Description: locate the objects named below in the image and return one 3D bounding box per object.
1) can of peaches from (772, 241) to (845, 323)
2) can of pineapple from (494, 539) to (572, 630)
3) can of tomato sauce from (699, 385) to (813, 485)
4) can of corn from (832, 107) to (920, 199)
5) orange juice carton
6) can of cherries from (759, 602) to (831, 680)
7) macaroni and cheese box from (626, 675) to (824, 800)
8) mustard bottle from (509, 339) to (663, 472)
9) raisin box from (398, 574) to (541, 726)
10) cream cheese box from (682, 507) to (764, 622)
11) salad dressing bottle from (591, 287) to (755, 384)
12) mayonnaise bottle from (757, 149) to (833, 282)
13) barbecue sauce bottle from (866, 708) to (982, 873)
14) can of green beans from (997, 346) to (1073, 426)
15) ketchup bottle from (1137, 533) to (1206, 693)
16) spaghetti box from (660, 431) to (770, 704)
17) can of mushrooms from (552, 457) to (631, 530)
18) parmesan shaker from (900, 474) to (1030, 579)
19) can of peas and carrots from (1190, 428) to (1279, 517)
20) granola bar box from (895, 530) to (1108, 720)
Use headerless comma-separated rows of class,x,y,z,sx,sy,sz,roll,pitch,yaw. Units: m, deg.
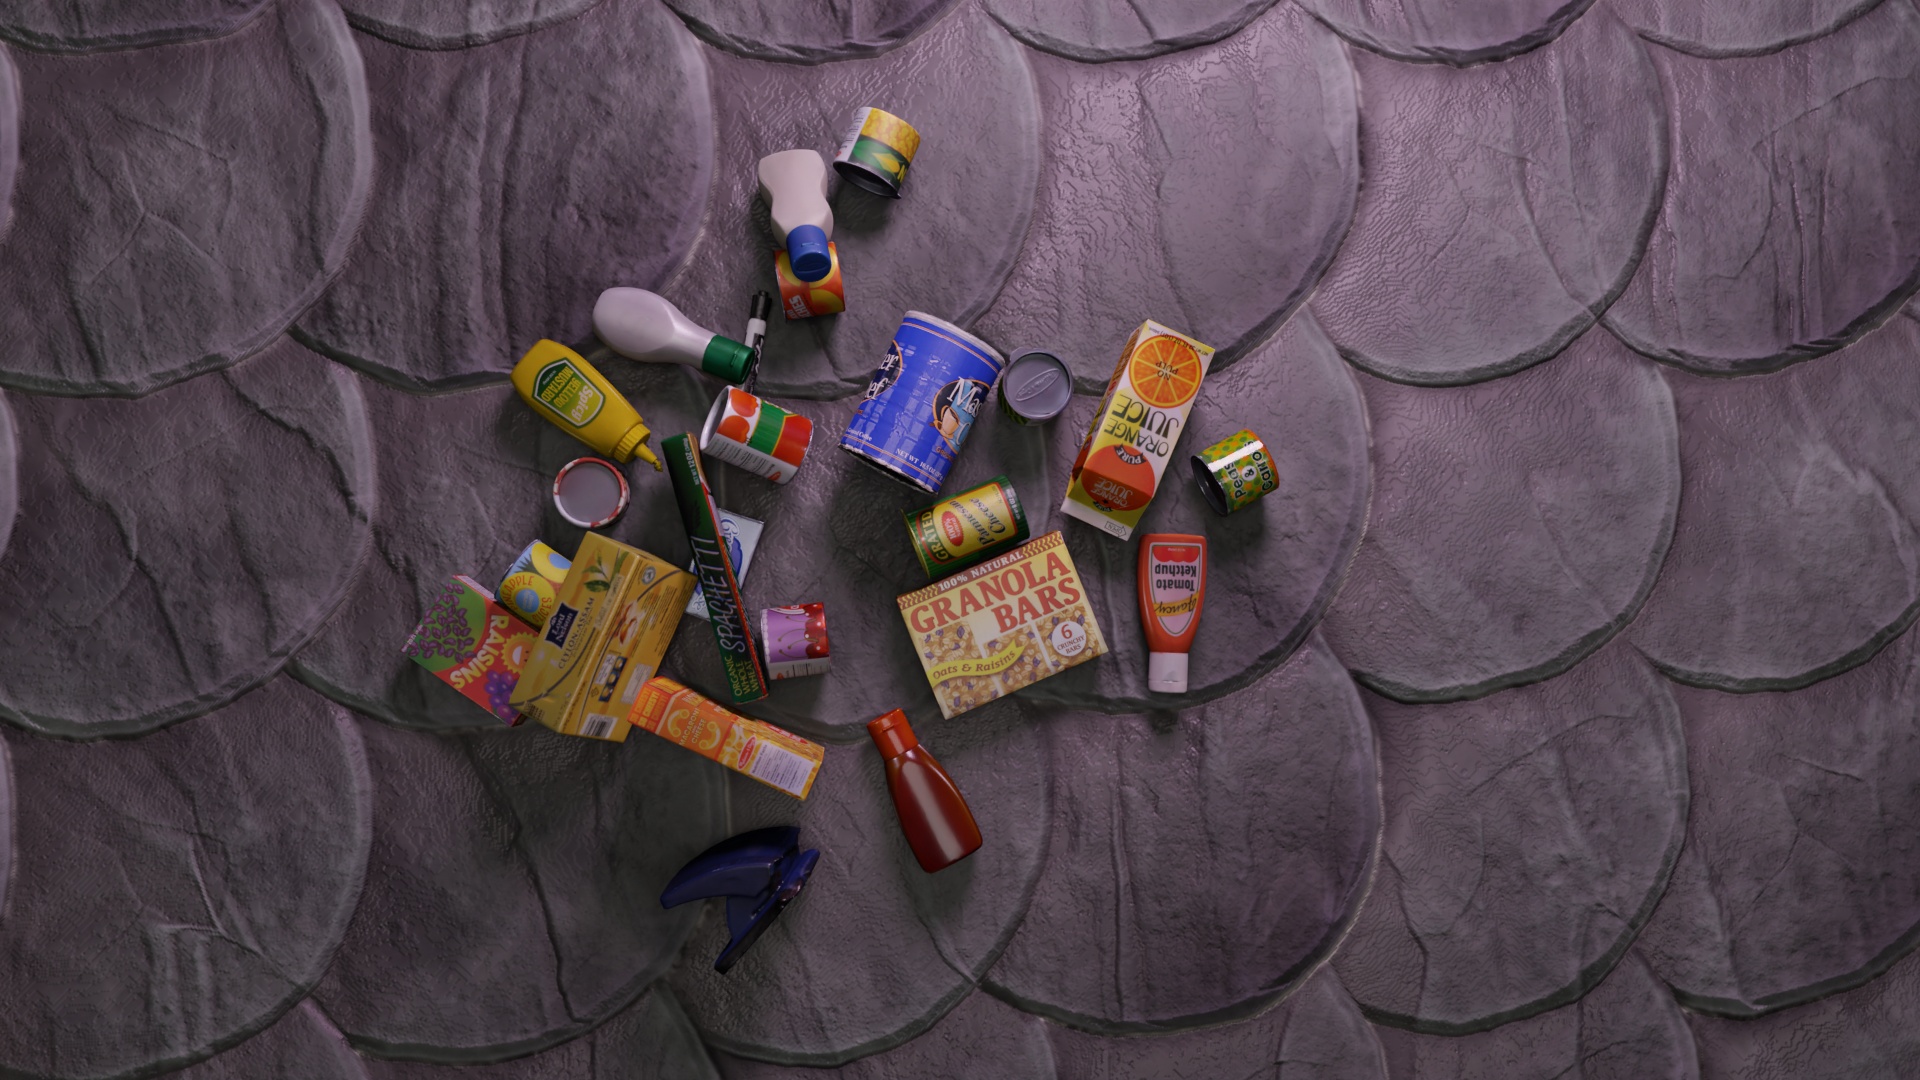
can of peaches,-0.139,-0.238,1.287,0.058,0.071,0.071,-10,89,-5
can of pineapple,-0.378,0.043,1.256,0.058,0.071,0.071,34,86,-3
can of tomato sauce,-0.186,-0.097,1.266,0.083,0.071,0.071,23,86,-23
can of corn,-0.075,-0.361,1.298,0.071,0.071,0.058,24,86,-3
orange juice carton,0.162,-0.101,1.301,0.072,0.073,0.192,24,87,-3
can of cherries,-0.151,0.089,1.273,0.058,0.071,0.071,-7,89,-5
macaroni and cheese box,-0.205,0.174,1.236,0.166,0.123,0.040,24,86,-3
mustard bottle,-0.335,-0.117,1.275,0.160,0.049,0.065,38,87,-2
raisin box,-0.430,0.100,1.265,0.123,0.040,0.086,34,85,-1
cream cheese box,-0.224,0.024,1.291,0.053,0.024,0.104,19,86,-4
salad dressing bottle,-0.263,-0.185,1.278,0.148,0.044,0.064,22,88,4
mayonnaise bottle,-0.146,-0.296,1.264,0.065,0.041,0.149,-10,53,-6
barbecue sauce bottle,-0.038,0.229,1.287,0.065,0.043,0.148,-27,89,-5
can of green beans,0.070,-0.143,1.303,0.071,0.058,0.071,0,88,-4
ketchup bottle,0.198,0.068,1.312,0.065,0.043,0.148,2,88,-4
spaghetti box,-0.220,0.026,1.252,0.029,0.050,0.250,-16,89,-2
can of mushrooms,-0.338,-0.045,1.280,0.071,0.033,0.071,0,88,-4
parmesan shaker,0.005,-0.016,1.289,0.103,0.071,0.071,-22,90,-5
can of peas and carrots,0.259,-0.064,1.308,0.059,0.071,0.071,-28,90,-5
granola bar box,0.038,0.078,1.301,0.166,0.039,0.124,-22,90,-5
